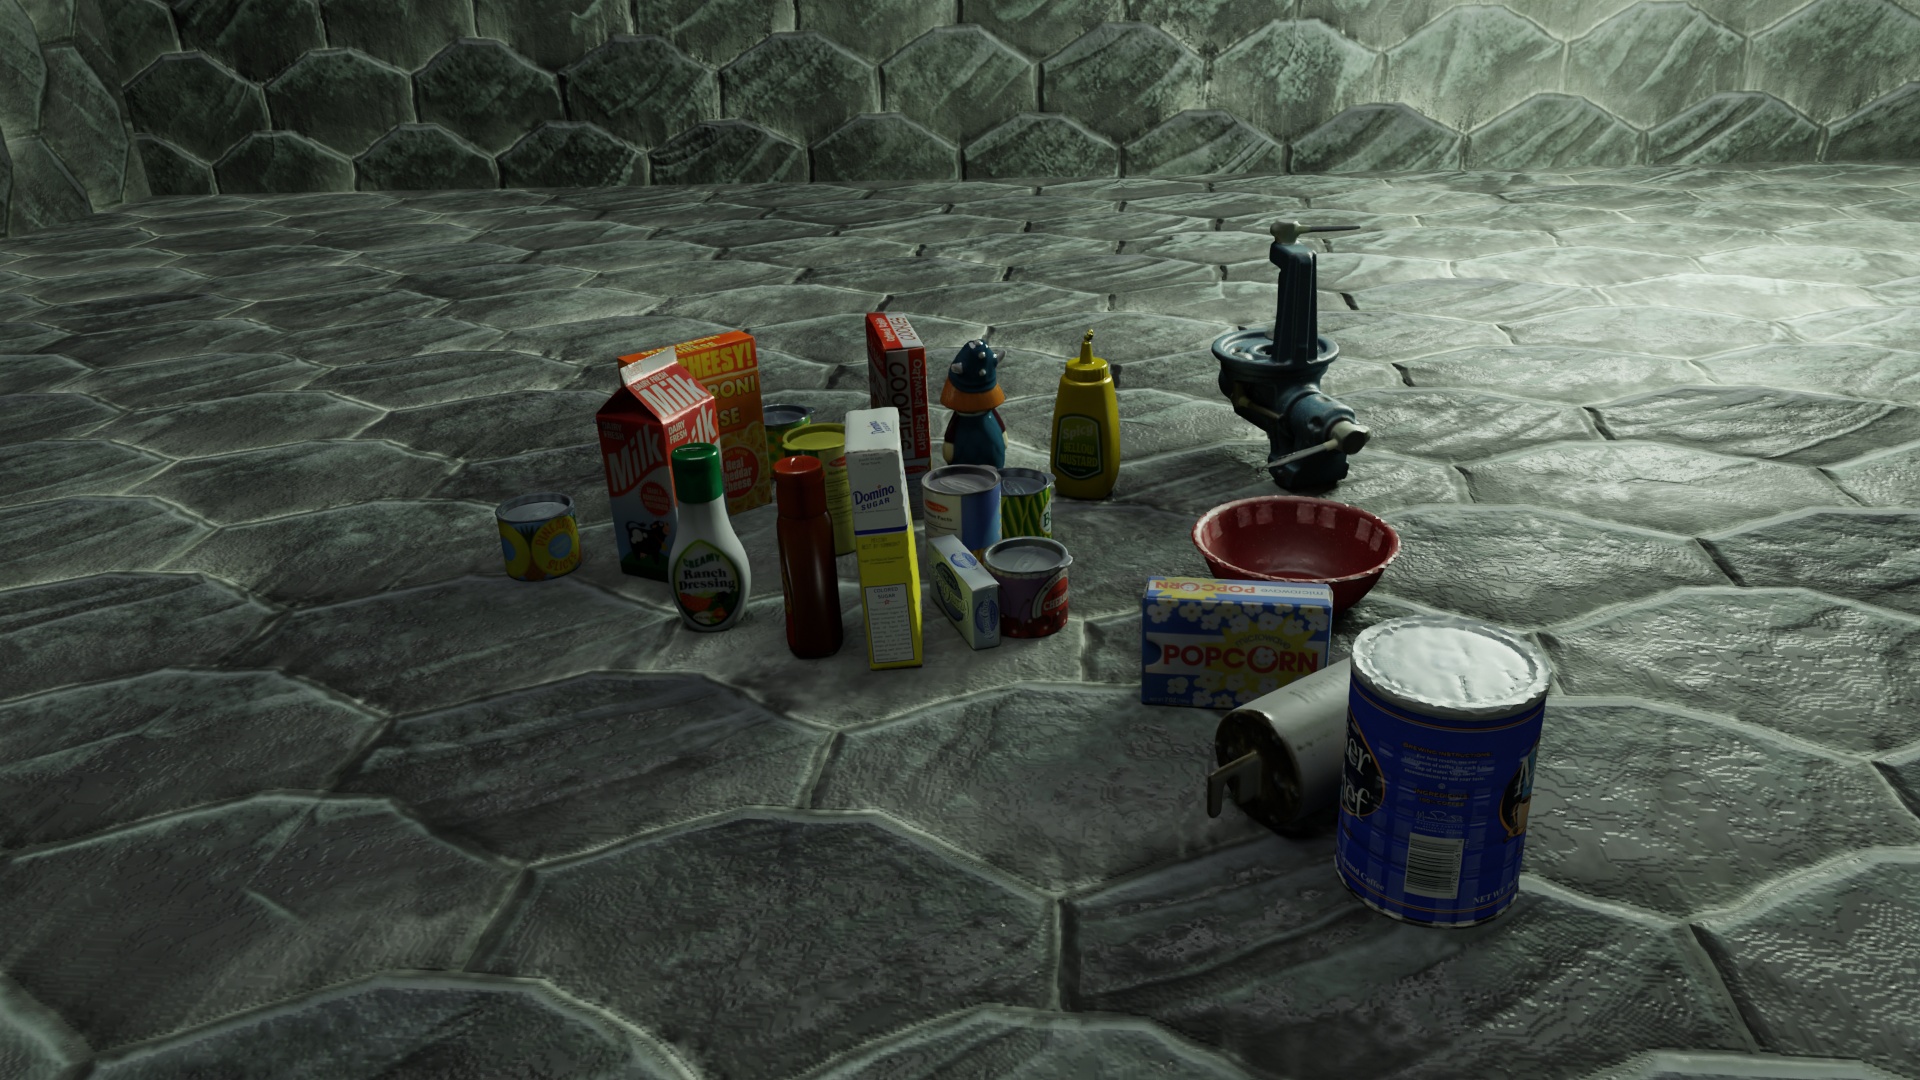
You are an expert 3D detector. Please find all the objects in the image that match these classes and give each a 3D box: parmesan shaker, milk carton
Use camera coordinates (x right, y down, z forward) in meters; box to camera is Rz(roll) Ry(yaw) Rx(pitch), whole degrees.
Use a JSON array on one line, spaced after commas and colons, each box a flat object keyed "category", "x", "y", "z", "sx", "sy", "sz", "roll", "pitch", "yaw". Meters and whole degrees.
[{"category": "parmesan shaker", "x": -0.122, "y": -0.044, "z": 1.226, "sx": 0.071, "sy": 0.102, "sz": 0.071, "roll": -2, "pitch": 24, "yaw": 1}, {"category": "milk carton", "x": -0.252, "y": -0.065, "z": 1.180, "sx": 0.073, "sy": 0.189, "sz": 0.073, "roll": 10, "pitch": 27, "yaw": 25}]

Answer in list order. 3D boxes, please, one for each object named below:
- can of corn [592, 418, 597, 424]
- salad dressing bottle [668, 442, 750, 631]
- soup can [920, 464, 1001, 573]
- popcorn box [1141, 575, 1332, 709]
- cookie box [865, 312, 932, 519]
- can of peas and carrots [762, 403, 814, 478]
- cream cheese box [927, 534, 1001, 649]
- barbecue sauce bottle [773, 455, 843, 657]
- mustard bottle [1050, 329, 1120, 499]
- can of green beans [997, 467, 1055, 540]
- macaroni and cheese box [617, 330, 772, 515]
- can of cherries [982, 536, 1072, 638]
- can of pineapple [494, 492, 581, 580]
[{"category": "can of corn", "x": -0.337, "y": -0.101, "z": 1.426, "sx": 0.071, "sy": 0.058, "sz": 0.071, "roll": -2, "pitch": 24, "yaw": 1}, {"category": "salad dressing bottle", "x": -0.201, "y": -0.003, "z": 1.090, "sx": 0.064, "sy": 0.147, "sz": 0.044, "roll": -3, "pitch": 24, "yaw": 0}, {"category": "soup can", "x": 0.004, "y": -0.015, "z": 1.173, "sx": 0.071, "sy": 0.083, "sz": 0.071, "roll": -2, "pitch": 24, "yaw": 1}, {"category": "popcorn box", "x": 0.191, "y": 0.072, "z": 0.963, "sx": 0.127, "sy": 0.084, "sz": 0.038, "roll": 2, "pitch": 25, "yaw": 11}, {"category": "cookie box", "x": -0.059, "y": -0.119, "z": 1.307, "sx": 0.040, "sy": 0.166, "sz": 0.123, "roll": -7, "pitch": 25, "yaw": -10}, {"category": "can of peas and carrots", "x": -0.181, "y": -0.102, "z": 1.413, "sx": 0.071, "sy": 0.058, "sz": 0.071, "roll": -2, "pitch": 24, "yaw": 1}, {"category": "cream cheese box", "x": 0.002, "y": 0.039, "z": 1.091, "sx": 0.024, "sy": 0.053, "sz": 0.104, "roll": -11, "pitch": 26, "yaw": -18}, {"category": "barbecue sauce bottle", "x": -0.116, "y": 0.011, "z": 1.052, "sx": 0.044, "sy": 0.147, "sz": 0.065, "roll": -5, "pitch": 24, "yaw": -6}, {"category": "mustard bottle", "x": 0.116, "y": -0.119, "z": 1.298, "sx": 0.065, "sy": 0.159, "sz": 0.049, "roll": 6, "pitch": 26, "yaw": 19}, {"category": "can of green beans", "x": 0.047, "y": -0.026, "z": 1.224, "sx": 0.071, "sy": 0.057, "sz": 0.071, "roll": -2, "pitch": 24, "yaw": 1}, {"category": "macaroni and cheese box", "x": -0.244, "y": -0.100, "z": 1.285, "sx": 0.124, "sy": 0.165, "sz": 0.040, "roll": -20, "pitch": 29, "yaw": -33}, {"category": "can of cherries", "x": 0.053, "y": 0.037, "z": 1.085, "sx": 0.071, "sy": 0.058, "sz": 0.072, "roll": -2, "pitch": 24, "yaw": 1}, {"category": "can of pineapple", "x": -0.367, "y": -0.003, "z": 1.216, "sx": 0.071, "sy": 0.057, "sz": 0.071, "roll": -2, "pitch": 24, "yaw": 1}]
